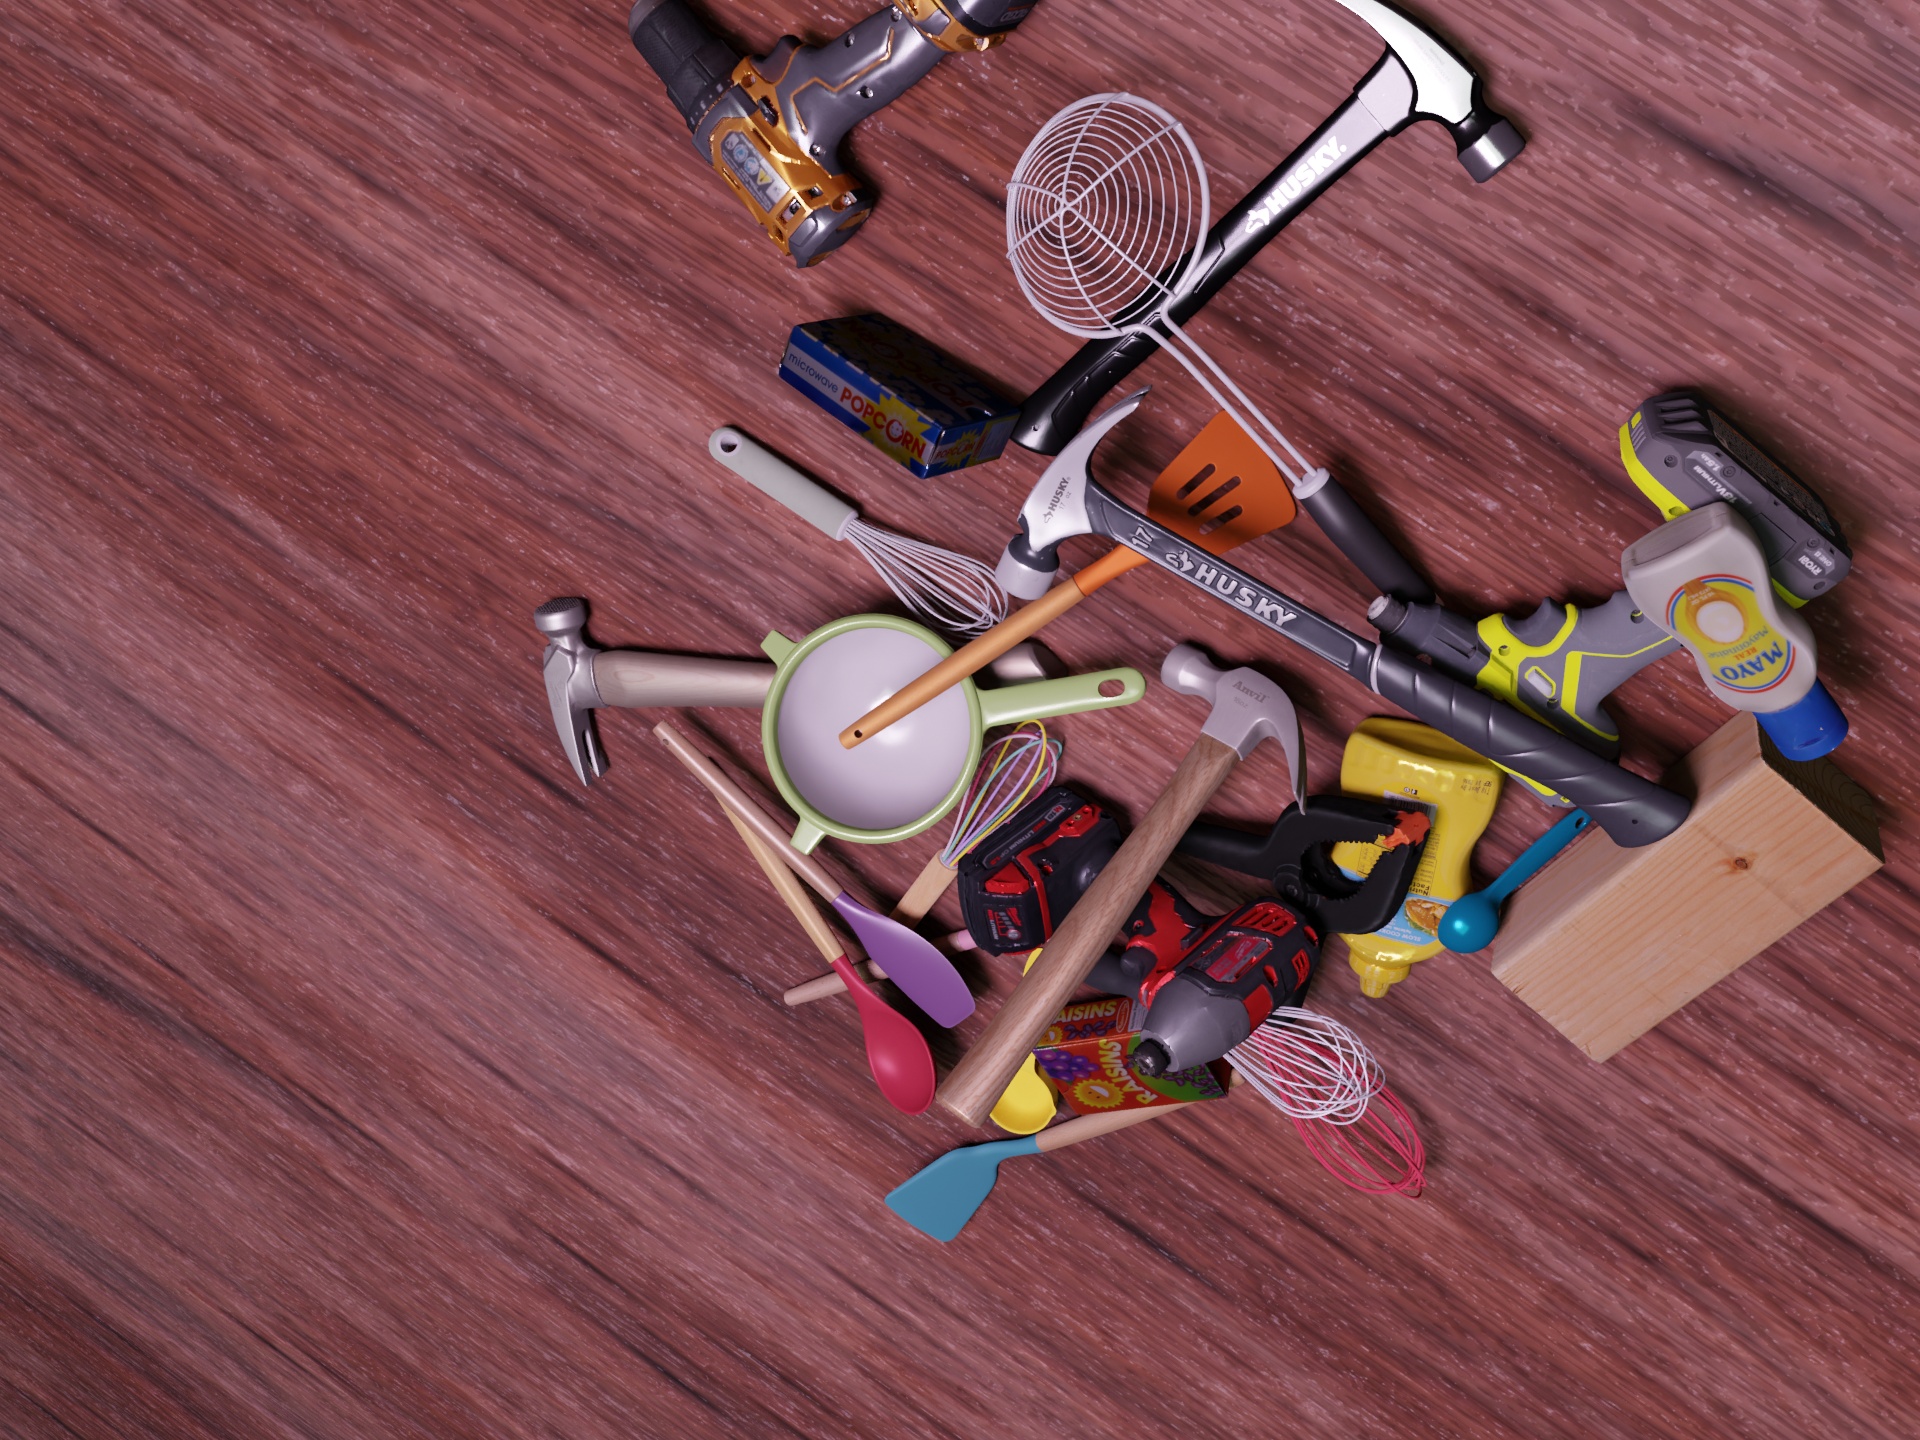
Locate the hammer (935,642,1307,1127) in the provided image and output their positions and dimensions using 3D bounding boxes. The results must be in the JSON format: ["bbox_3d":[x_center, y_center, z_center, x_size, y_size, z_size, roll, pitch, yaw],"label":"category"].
[{"bbox_3d":[0.097,0.107,0.978,0.130,0.331,0.031,30,169,35],"label":"hammer"}]

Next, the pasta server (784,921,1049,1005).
[{"bbox_3d":[-0.016,0.181,1.207,0.316,0.060,0.040,-23,78,33],"label":"pasta server"}]

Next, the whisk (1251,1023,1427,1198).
[{"bbox_3d":[0.219,0.224,1.118,0.296,0.073,0.073,47,123,3],"label":"whisk"}]

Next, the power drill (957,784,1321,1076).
[{"bbox_3d":[0.106,0.140,1.032,0.220,0.143,0.078,28,143,40],"label":"power drill"}]

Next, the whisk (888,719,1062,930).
[{"bbox_3d":[0.003,0.085,1.156,0.047,0.051,0.245,52,130,21],"label":"whisk"}]

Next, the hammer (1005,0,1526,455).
[{"bbox_3d":[0.142,-0.270,0.921,0.146,0.035,0.334,48,123,-5],"label":"hammer"}]

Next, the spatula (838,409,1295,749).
[{"bbox_3d":[0.056,-0.072,0.997,0.322,0.041,0.081,-33,98,16],"label":"spatula"}]

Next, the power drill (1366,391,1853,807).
[{"bbox_3d":[0.357,-0.067,0.896,0.171,0.080,0.223,36,125,-9],"label":"power drill"}]

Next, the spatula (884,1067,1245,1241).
[{"bbox_3d":[0.084,0.331,1.235,0.317,0.044,0.082,-28,125,29],"label":"spatula"}]

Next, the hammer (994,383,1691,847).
[{"bbox_3d":[0.223,-0.044,0.904,0.409,0.036,0.149,29,128,4],"label":"hammer"}]

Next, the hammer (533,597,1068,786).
[{"bbox_3d":[-0.120,-0.016,1.154,0.411,0.038,0.146,2,114,22],"label":"hammer"}]

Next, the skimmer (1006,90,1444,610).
[{"bbox_3d":[0.167,-0.195,0.918,0.127,0.090,0.363,-31,119,36],"label":"skimmer"}]

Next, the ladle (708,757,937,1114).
[{"bbox_3d":[-0.110,0.161,1.218,0.069,0.031,0.315,-37,86,39],"label":"ladle"}]

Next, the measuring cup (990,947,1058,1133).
[{"bbox_3d":[0.055,0.242,1.221,0.062,0.029,0.156,12,107,16],"label":"measuring cup"}]

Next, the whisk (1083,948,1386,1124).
[{"bbox_3d":[0.165,0.198,1.066,0.285,0.070,0.070,17,127,53],"label":"whisk"}]

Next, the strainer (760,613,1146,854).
[{"bbox_3d":[-0.002,-0.003,1.059,0.256,0.069,0.151,-10,88,10],"label":"strainer"}]

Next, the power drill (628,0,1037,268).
[{"bbox_3d":[-0.083,-0.405,0.927,0.185,0.084,0.226,49,127,-4],"label":"power drill"}]

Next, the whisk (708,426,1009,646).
[{"bbox_3d":[-0.070,-0.128,1.078,0.246,0.059,0.058,34,86,9],"label":"whisk"}]

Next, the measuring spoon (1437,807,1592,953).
[{"bbox_3d":[0.352,0.100,0.989,0.128,0.021,0.042,-44,127,5],"label":"measuring spoon"}]

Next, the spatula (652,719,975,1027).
[{"bbox_3d":[-0.109,0.111,1.178,0.316,0.018,0.059,44,131,-2],"label":"spatula"}]
